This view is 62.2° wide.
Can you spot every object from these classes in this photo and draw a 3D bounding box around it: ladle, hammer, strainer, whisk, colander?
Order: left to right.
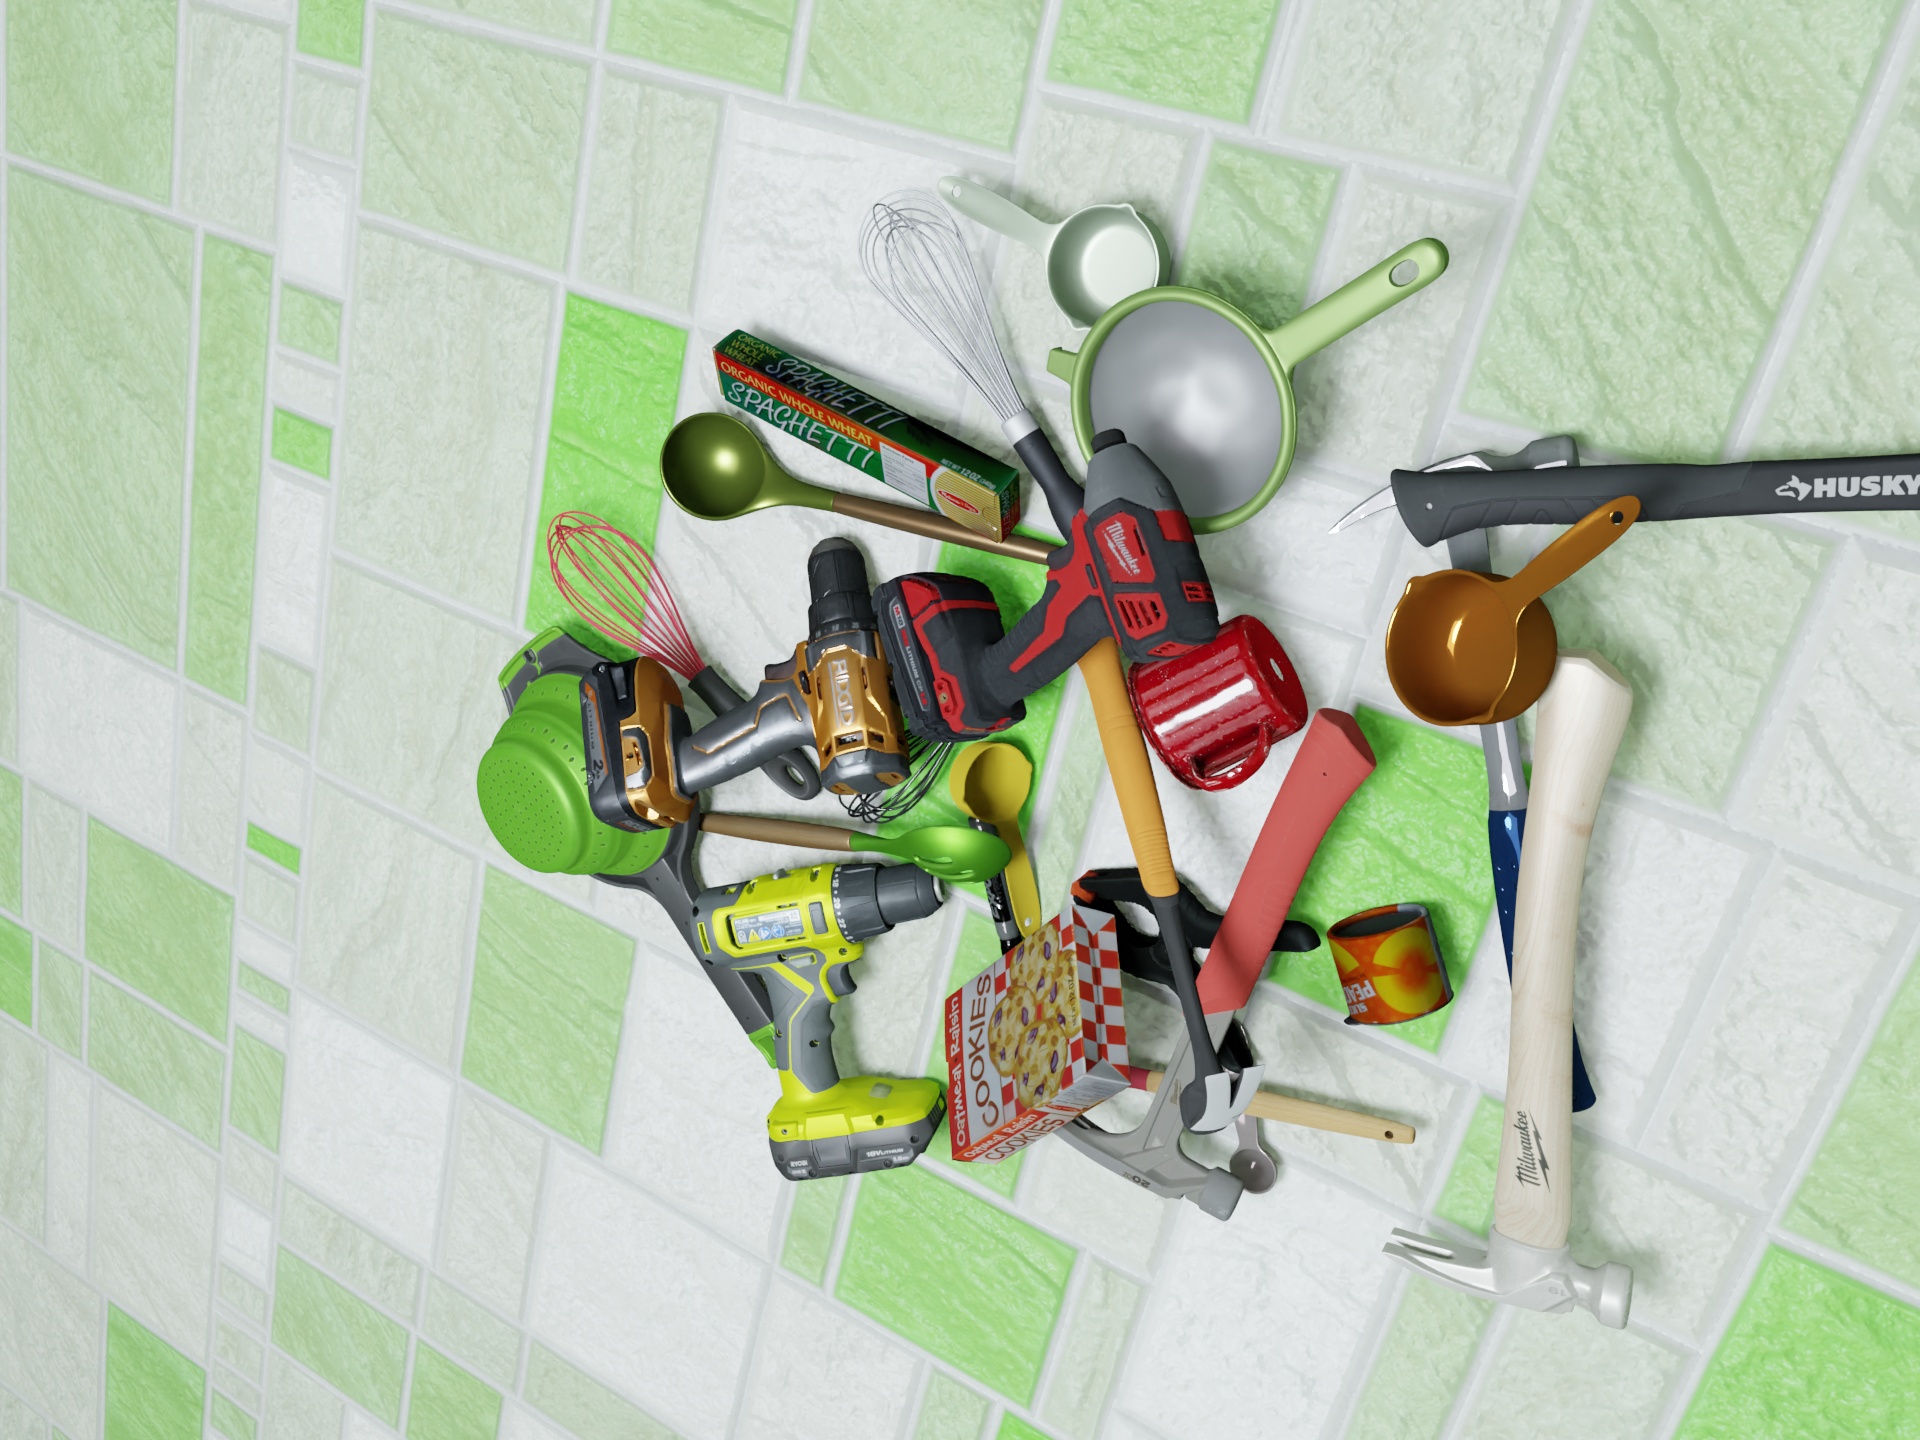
[{"bbox_3d":[-0.267,0.122,1.253,0.204,0.094,0.397,-33,90,41],"label":"colander"},{"bbox_3d":[-0.213,-0.048,1.216,0.296,0.073,0.073,46,120,3],"label":"whisk"},{"bbox_3d":[-0.068,-0.150,1.110,0.320,0.062,0.078,16,86,21],"label":"ladle"},{"bbox_3d":[-0.003,-0.005,1.119,0.239,0.055,0.055,-44,81,25],"label":"whisk"},{"bbox_3d":[0.021,-0.220,1.045,0.070,0.070,0.284,-31,92,31],"label":"whisk"},{"bbox_3d":[0.119,0.080,0.988,0.034,0.127,0.337,-11,66,-5],"label":"hammer"},{"bbox_3d":[0.156,0.256,1.103,0.315,0.031,0.069,5,100,29],"label":"ladle"},{"bbox_3d":[0.169,0.152,1.031,0.149,0.037,0.359,26,113,17],"label":"hammer"},{"bbox_3d":[0.181,-0.212,0.934,0.256,0.069,0.151,-27,95,42],"label":"strainer"},{"bbox_3d":[0.325,0.042,0.960,0.144,0.035,0.405,-7,100,29],"label":"hammer"},{"bbox_3d":[0.336,0.160,0.944,0.146,0.038,0.410,7,106,28],"label":"hammer"},{"bbox_3d":[0.402,-0.128,0.846,0.335,0.035,0.146,0,104,19],"label":"hammer"}]

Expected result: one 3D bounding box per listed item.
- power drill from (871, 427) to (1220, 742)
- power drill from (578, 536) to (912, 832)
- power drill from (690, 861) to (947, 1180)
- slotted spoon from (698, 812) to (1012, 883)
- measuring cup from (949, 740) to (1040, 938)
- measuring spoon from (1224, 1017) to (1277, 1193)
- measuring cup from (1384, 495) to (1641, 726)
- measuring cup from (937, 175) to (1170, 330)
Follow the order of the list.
[{"bbox_3d":[0.052,-0.080,0.998,0.219,0.078,0.143,-26,75,38],"label":"power drill"},{"bbox_3d":[-0.153,-0.023,1.132,0.226,0.084,0.185,-13,72,13],"label":"power drill"},{"bbox_3d":[-0.086,0.217,1.197,0.190,0.080,0.228,-11,97,13],"label":"power drill"},{"bbox_3d":[-0.094,0.088,1.171,0.314,0.031,0.070,3,150,41],"label":"slotted spoon"},{"bbox_3d":[0.029,0.086,1.131,0.029,0.062,0.156,19,128,54],"label":"measuring cup"},{"bbox_3d":[0.199,0.266,1.103,0.034,0.018,0.124,-6,94,32],"label":"measuring spoon"},{"bbox_3d":[0.311,-0.063,0.864,0.173,0.052,0.095,-46,55,41],"label":"measuring cup"},{"bbox_3d":[0.059,-0.306,1.010,0.168,0.038,0.083,34,117,19],"label":"measuring cup"}]
